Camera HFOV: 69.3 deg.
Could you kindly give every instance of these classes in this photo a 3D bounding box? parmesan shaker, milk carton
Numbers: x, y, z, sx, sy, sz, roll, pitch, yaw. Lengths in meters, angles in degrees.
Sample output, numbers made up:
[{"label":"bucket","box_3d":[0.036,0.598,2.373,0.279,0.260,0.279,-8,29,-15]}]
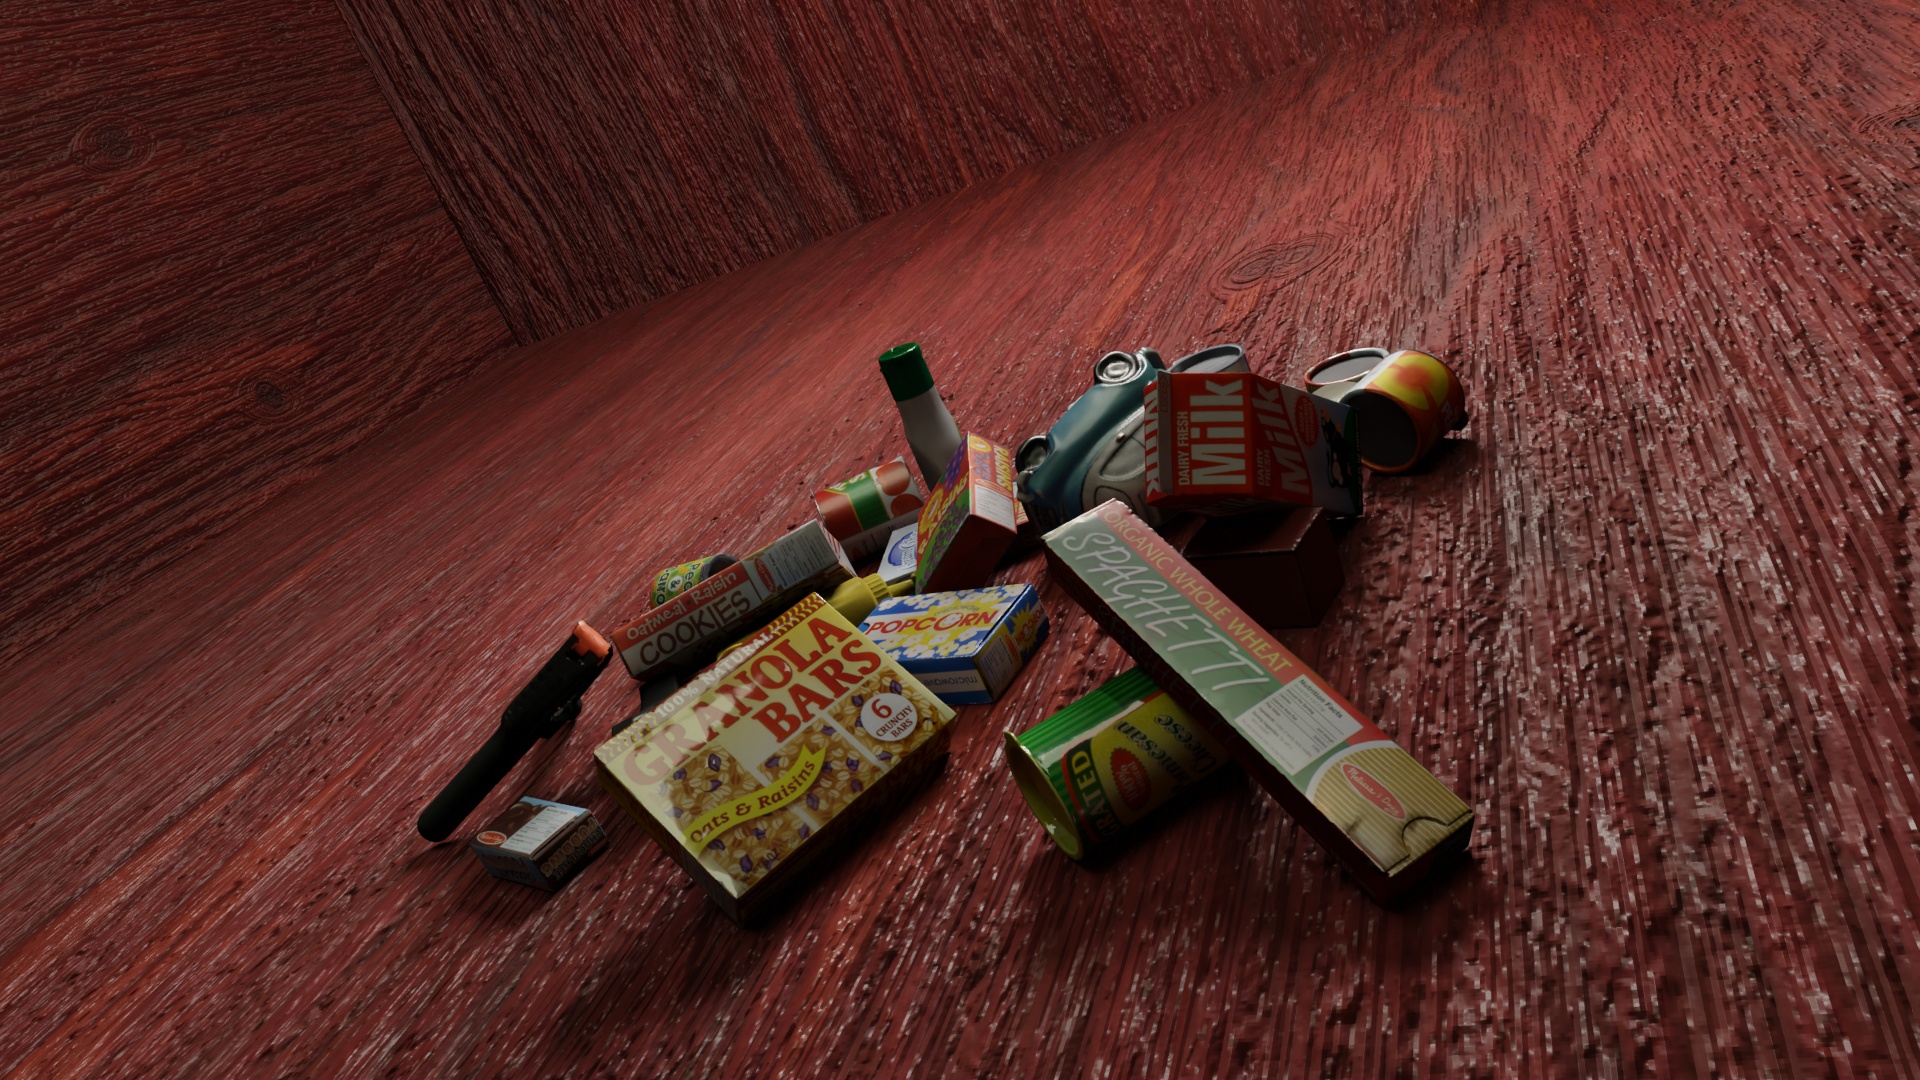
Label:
[{"label":"parmesan shaker","box_3d":[0.081,0.100,0.685,0.103,0.071,0.071,-29,21,-15]},{"label":"milk carton","box_3d":[0.169,-0.054,0.838,0.073,0.072,0.191,-6,-7,39]}]

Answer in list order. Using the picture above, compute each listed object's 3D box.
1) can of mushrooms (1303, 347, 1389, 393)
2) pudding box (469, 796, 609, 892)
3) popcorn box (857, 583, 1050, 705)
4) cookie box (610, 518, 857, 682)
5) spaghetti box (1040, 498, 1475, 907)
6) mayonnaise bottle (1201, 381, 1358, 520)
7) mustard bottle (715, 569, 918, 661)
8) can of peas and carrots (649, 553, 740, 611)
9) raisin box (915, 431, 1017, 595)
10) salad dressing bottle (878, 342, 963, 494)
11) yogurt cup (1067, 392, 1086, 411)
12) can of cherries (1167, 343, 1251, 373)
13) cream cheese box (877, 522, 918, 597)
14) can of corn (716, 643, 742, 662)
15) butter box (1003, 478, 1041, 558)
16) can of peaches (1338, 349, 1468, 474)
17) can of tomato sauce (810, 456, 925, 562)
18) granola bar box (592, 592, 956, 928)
[{"label":"can of mushrooms","box_3d":[0.293,-0.116,1.046,0.071,0.033,0.071,-20,21,8]},{"label":"pudding box","box_3d":[-0.270,0.193,0.891,0.083,0.030,0.050,-3,30,44]},{"label":"popcorn box","box_3d":[-0.015,0.070,0.911,0.126,0.038,0.085,-8,27,36]},{"label":"cookie box","box_3d":[-0.162,0.050,1.028,0.167,0.040,0.123,-29,-8,-2]},{"label":"spaghetti box","box_3d":[0.127,0.063,0.645,0.050,0.028,0.251,-29,46,-16]},{"label":"mayonnaise bottle","box_3d":[0.227,-0.061,0.972,0.148,0.041,0.065,-33,19,-22]},{"label":"mustard bottle","box_3d":[-0.095,0.063,0.995,0.160,0.048,0.065,-27,11,-12]},{"label":"can of peas and carrots","box_3d":[-0.211,0.047,1.130,0.058,0.070,0.071,-14,22,26]},{"label":"raisin box","box_3d":[0.004,-0.013,1.007,0.085,0.040,0.124,-59,17,27]},{"label":"salad dressing bottle","box_3d":[-0.024,-0.092,1.163,0.044,0.147,0.064,-27,21,-9]},{"label":"yogurt cup","box_3d":[0.133,-0.097,1.140,0.072,0.053,0.073,-20,21,8]},{"label":"can of cherries","box_3d":[0.203,-0.117,1.109,0.071,0.058,0.072,-21,21,9]},{"label":"cream cheese box","box_3d":[-0.033,0.015,1.086,0.053,0.024,0.104,-20,20,14]},{"label":"can of corn","box_3d":[-0.120,0.097,0.892,0.071,0.071,0.058,-10,-4,32]},{"label":"butter box","box_3d":[0.043,-0.020,1.088,0.053,0.024,0.104,-19,20,13]},{"label":"can of peaches","box_3d":[0.293,-0.084,0.923,0.058,0.071,0.071,-37,24,-33]},{"label":"can of tomato sauce","box_3d":[-0.074,-0.027,1.167,0.083,0.071,0.071,-24,20,-2]},{"label":"granola bar box","box_3d":[-0.103,0.119,0.791,0.124,0.038,0.166,38,55,23]}]
